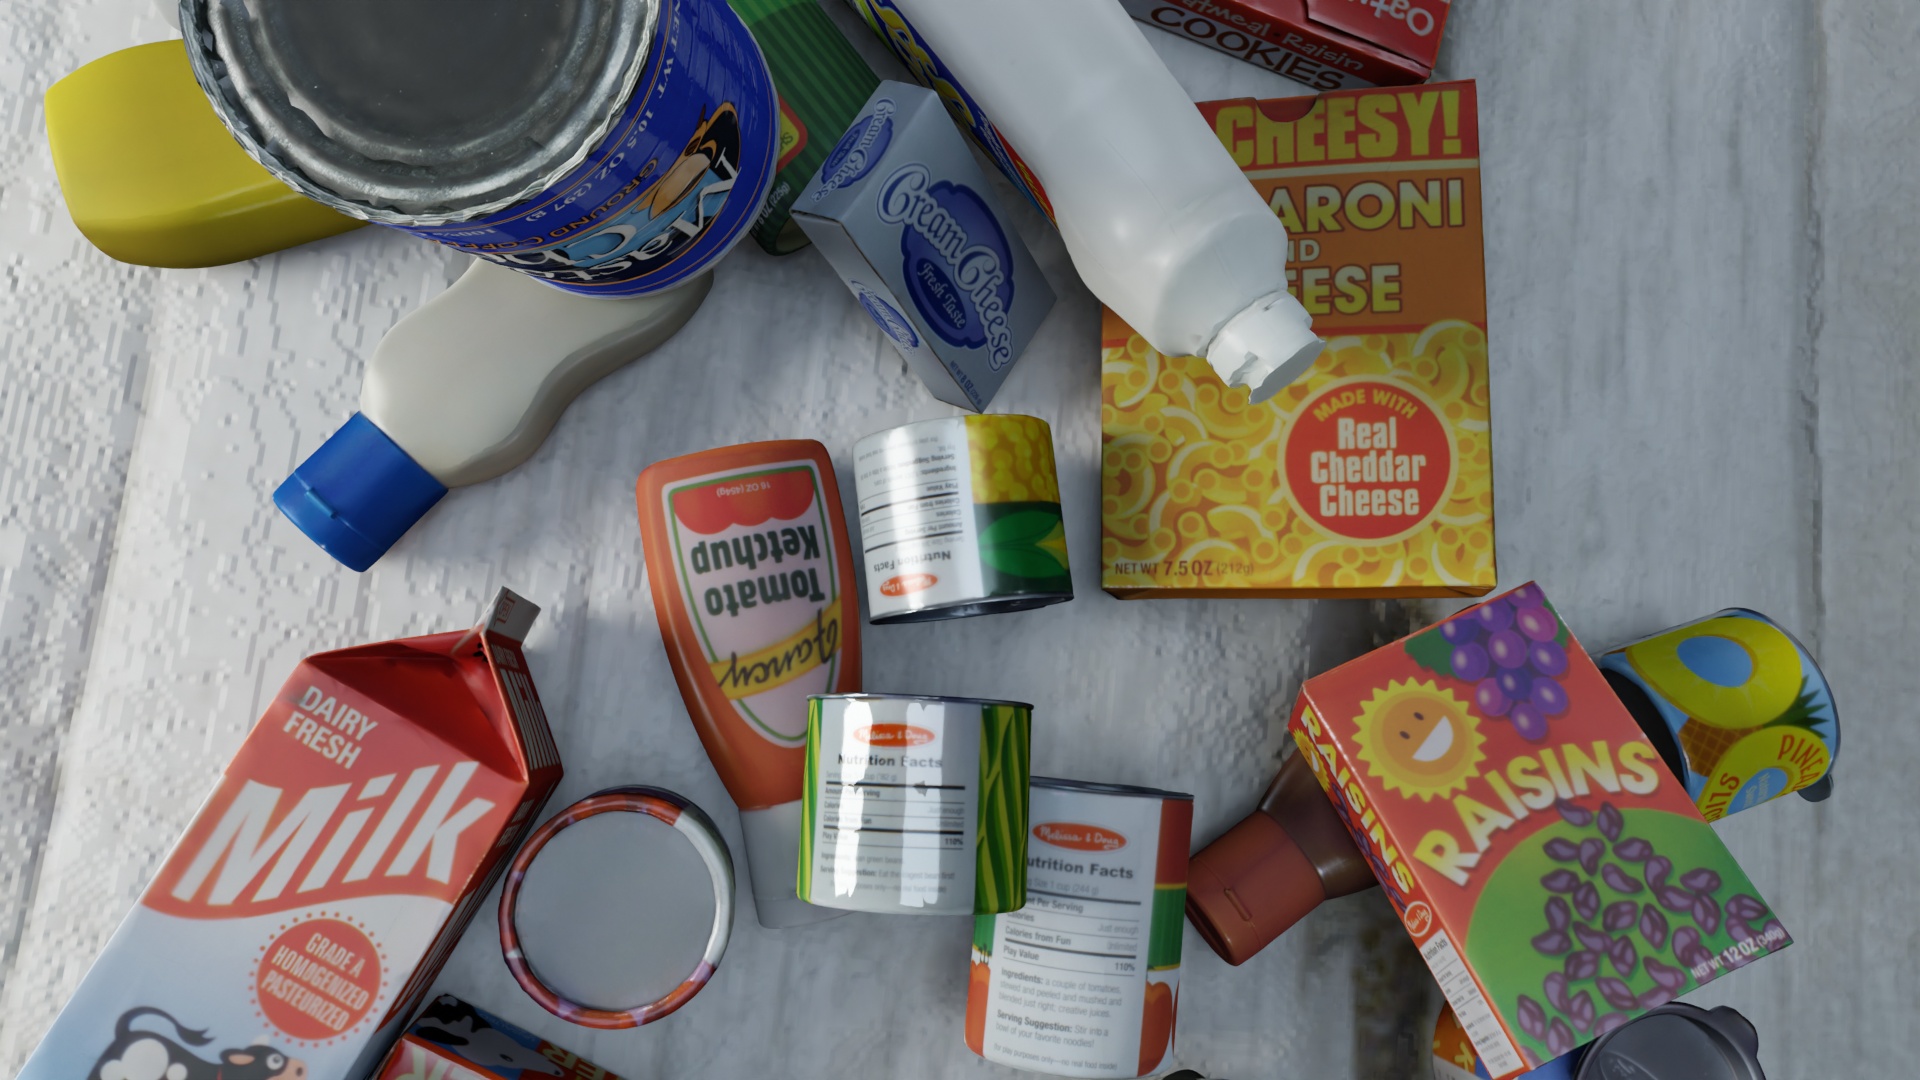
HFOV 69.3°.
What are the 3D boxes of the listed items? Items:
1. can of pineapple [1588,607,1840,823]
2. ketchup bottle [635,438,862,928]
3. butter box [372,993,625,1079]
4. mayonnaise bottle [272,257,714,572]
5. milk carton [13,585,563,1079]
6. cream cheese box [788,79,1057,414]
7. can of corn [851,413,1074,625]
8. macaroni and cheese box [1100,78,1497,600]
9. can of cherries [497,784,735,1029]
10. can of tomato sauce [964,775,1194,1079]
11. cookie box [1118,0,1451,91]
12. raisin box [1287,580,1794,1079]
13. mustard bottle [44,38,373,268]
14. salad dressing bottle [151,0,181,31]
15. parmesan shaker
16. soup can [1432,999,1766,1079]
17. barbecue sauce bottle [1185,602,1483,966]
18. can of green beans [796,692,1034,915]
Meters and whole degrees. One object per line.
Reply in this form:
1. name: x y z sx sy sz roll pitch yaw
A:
1. can of pineapple: 0.253 0.064 0.477 0.058 0.071 0.071 -16 86 -10
2. ketchup bottle: -0.060 0.045 0.442 0.065 0.043 0.149 -10 85 -17
3. butter box: -0.118 0.171 0.410 0.103 0.053 0.024 28 81 -4
4. mayonnaise bottle: -0.150 -0.055 0.443 0.065 0.041 0.148 43 79 0
5. milk carton: -0.179 0.098 0.400 0.073 0.072 0.191 31 79 -4
6. cream cheese box: -0.008 -0.091 0.445 0.024 0.103 0.053 23 74 36
7. can of corn: 0.002 -0.006 0.449 0.071 0.071 0.058 -6 83 -10
8. macaroni and cheese box: 0.110 -0.065 0.464 0.124 0.040 0.166 -1 82 14
9. can of cherries: -0.104 0.109 0.418 0.071 0.058 0.071 1 82 -9
10. can of tomato sauce: 0.038 0.118 0.438 0.071 0.071 0.083 7 82 -8
11. cookie box: 0.131 -0.260 0.516 0.123 0.040 0.167 18 80 -6
12. raisin box: 0.167 0.084 0.416 0.086 0.040 0.124 -23 63 -6
13. mustard bottle: -0.194 -0.131 0.441 0.160 0.048 0.065 -15 83 -11
14. salad dressing bottle: -0.185 -0.196 0.454 0.148 0.043 0.064 -8 71 -11
15. parmesan shaker: -0.069 -0.154 0.453 0.071 0.071 0.103 -40 90 -12
16. soup can: 0.203 0.172 0.446 0.071 0.083 0.071 1 83 -9
17. barbecue sauce bottle: 0.139 0.085 0.468 0.149 0.043 0.065 -33 80 -11
18. can of green beans: -0.013 0.075 0.399 0.071 0.071 0.058 4 80 -9
